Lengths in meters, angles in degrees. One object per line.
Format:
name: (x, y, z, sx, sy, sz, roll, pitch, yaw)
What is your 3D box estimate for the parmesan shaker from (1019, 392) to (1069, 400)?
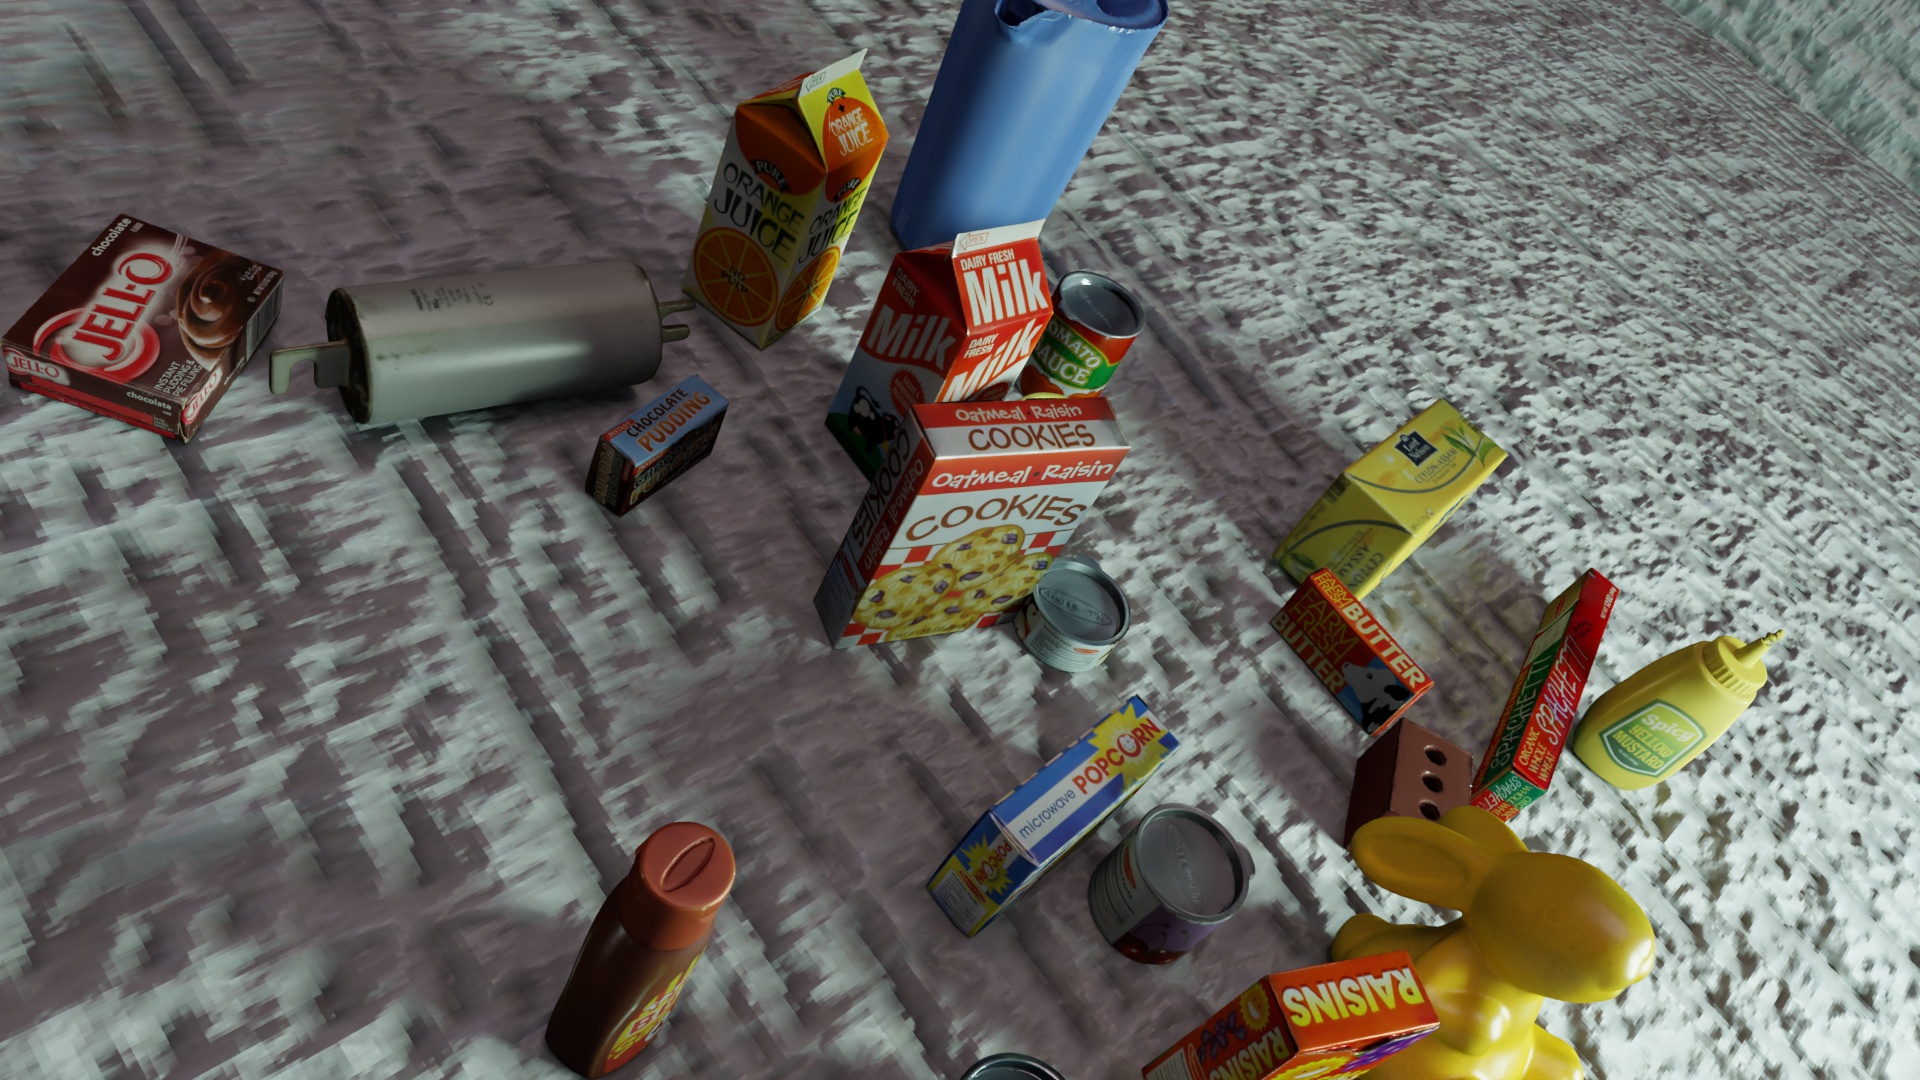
parmesan shaker: (0.045, -0.032, 0.858, 0.071, 0.102, 0.072, 15, 46, -16)

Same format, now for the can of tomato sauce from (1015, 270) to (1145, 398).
can of tomato sauce: (0.082, -0.137, 0.984, 0.071, 0.082, 0.071, 15, 46, -16)

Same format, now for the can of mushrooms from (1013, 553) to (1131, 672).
can of mushrooms: (0.068, 0.044, 0.852, 0.071, 0.033, 0.071, 15, 46, -16)

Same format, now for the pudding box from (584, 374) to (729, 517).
pudding box: (-0.175, -0.056, 0.803, 0.030, 0.049, 0.084, 38, 45, 8)

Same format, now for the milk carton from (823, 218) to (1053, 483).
milk carton: (-0.010, -0.117, 0.842, 0.072, 0.189, 0.073, -21, 64, -39)

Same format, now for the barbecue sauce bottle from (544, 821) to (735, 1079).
barbecue sauce bottle: (-0.127, 0.164, 0.562, 0.044, 0.147, 0.065, 38, 45, 8)

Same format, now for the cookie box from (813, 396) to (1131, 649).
cookie box: (0.003, -0.010, 0.770, 0.123, 0.166, 0.040, -6, 55, -31)

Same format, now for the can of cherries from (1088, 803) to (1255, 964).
can of cherries: (0.111, 0.182, 0.733, 0.071, 0.058, 0.072, 15, 46, -16)

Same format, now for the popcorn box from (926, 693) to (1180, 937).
popcorn box: (0.049, 0.141, 0.718, 0.038, 0.084, 0.127, 46, 46, 15)

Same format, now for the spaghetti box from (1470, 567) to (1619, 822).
spaghetti box: (0.407, 0.103, 0.964, 0.029, 0.050, 0.251, 38, 45, 8)

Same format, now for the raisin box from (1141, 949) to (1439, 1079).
raisin box: (0.153, 0.240, 0.657, 0.086, 0.122, 0.040, 1, 51, -27)

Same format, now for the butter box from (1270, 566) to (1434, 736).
butter box: (0.254, 0.072, 0.909, 0.024, 0.052, 0.104, -21, 63, -39)

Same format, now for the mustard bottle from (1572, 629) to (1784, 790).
mustard bottle: (0.480, 0.105, 0.921, 0.065, 0.159, 0.049, 37, 45, 6)

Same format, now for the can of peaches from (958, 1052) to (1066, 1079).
can of peaches: (0.016, 0.269, 0.606, 0.071, 0.057, 0.071, 15, 46, -16)

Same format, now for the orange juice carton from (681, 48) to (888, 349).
orange juice carton: (-0.108, -0.223, 0.884, 0.073, 0.191, 0.072, 37, 45, 7)
